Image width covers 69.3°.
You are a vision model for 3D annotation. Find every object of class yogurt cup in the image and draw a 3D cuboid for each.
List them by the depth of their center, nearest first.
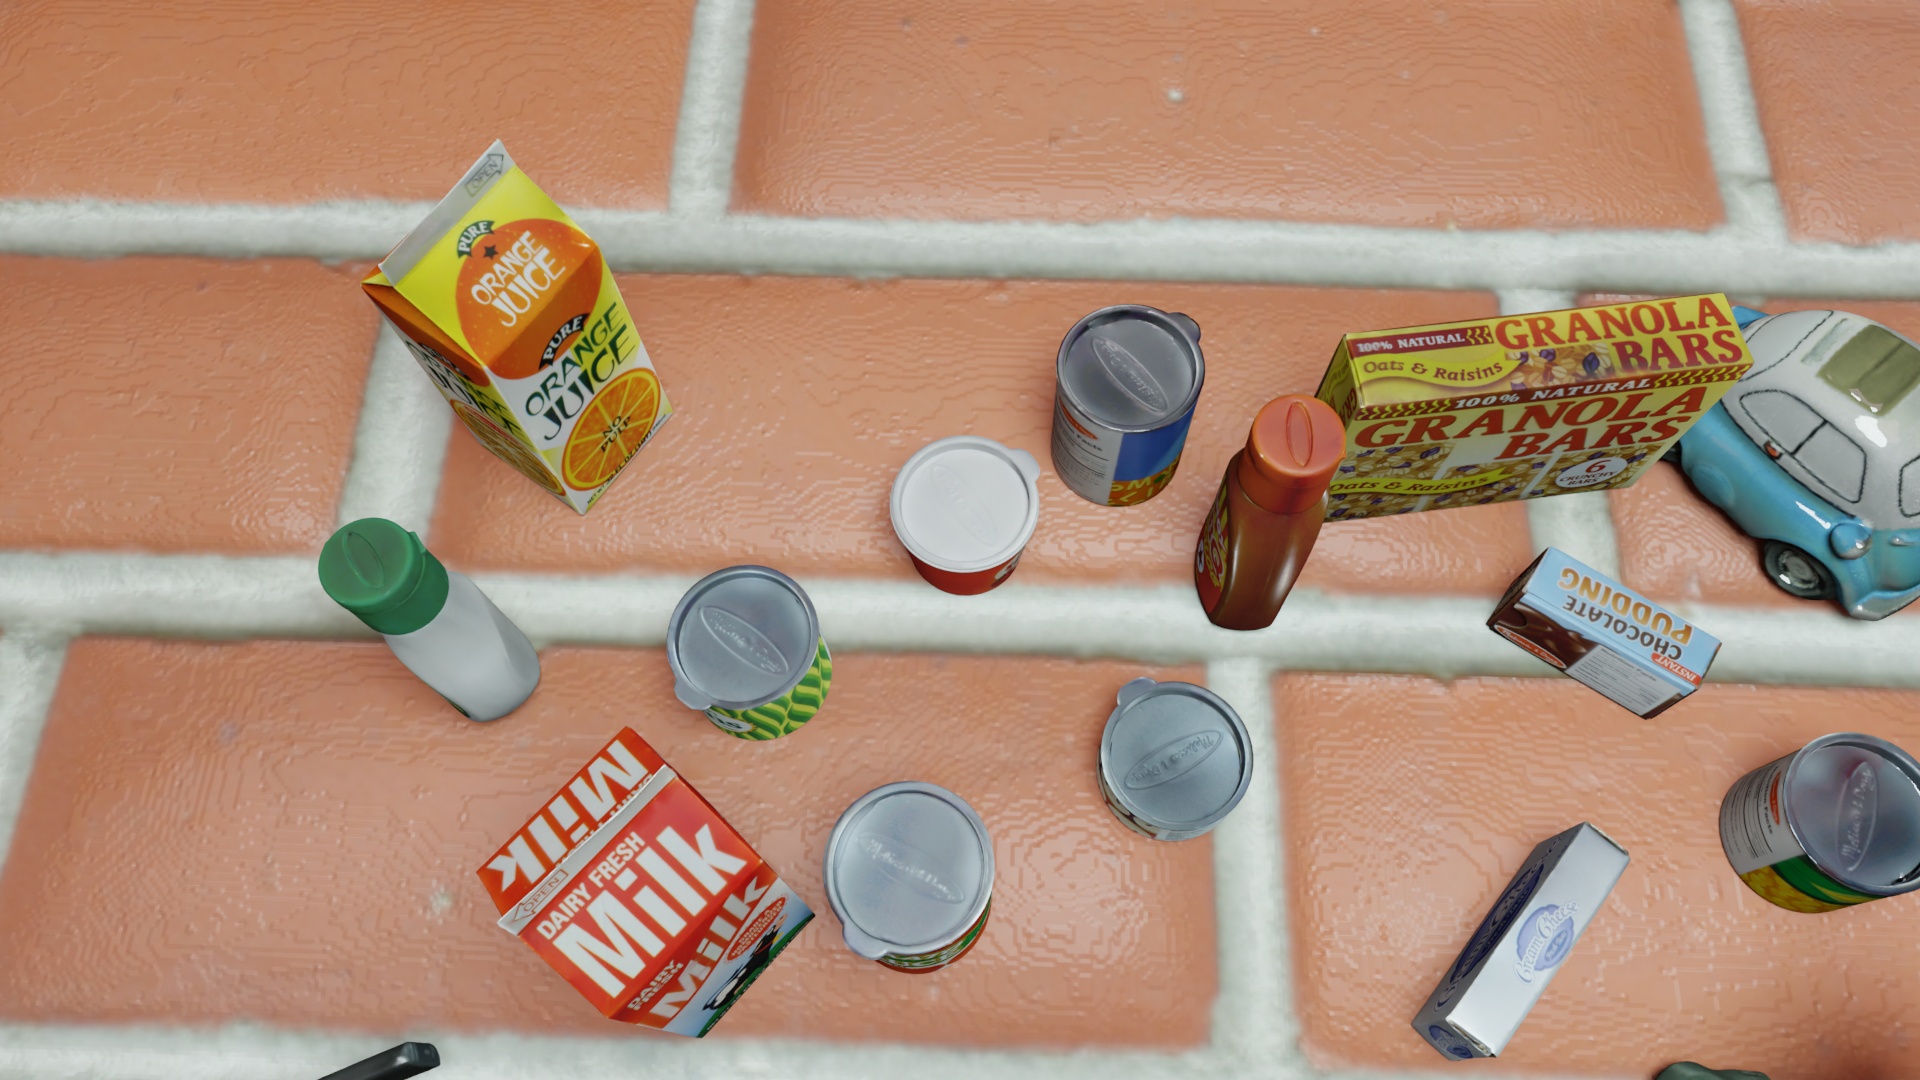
[{"bbox_3d":[0.002,-0.008,0.652,0.072,0.053,0.072,0,67,1],"label":"yogurt cup"}]

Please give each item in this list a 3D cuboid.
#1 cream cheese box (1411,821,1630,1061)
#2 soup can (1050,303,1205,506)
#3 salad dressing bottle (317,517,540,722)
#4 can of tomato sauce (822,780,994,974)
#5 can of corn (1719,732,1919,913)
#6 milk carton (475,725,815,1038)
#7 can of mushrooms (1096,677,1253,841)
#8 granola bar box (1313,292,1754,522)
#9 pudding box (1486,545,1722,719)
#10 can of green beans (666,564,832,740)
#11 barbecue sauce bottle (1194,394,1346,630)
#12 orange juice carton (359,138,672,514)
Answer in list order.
[{"bbox_3d":[0.230,0.167,0.573,0.024,0.053,0.104,38,73,16],"label":"cream cheese box"},{"bbox_3d":[0.079,-0.063,0.658,0.071,0.083,0.071,0,67,1],"label":"soup can"},{"bbox_3d":[-0.222,0.035,0.587,0.044,0.147,0.064,-34,71,-12],"label":"salad dressing bottle"},{"bbox_3d":[-0.020,0.143,0.572,0.071,0.082,0.071,0,67,1],"label":"can of tomato sauce"},{"bbox_3d":[0.370,0.122,0.587,0.071,0.058,0.071,0,67,1],"label":"can of corn"},{"bbox_3d":[-0.115,0.131,0.521,0.073,0.189,0.072,40,74,16],"label":"milk carton"},{"bbox_3d":[0.093,0.096,0.617,0.071,0.033,0.071,0,67,1],"label":"can of mushrooms"},{"bbox_3d":[0.244,-0.057,0.631,0.166,0.123,0.039,-7,67,-2],"label":"granola bar box"},{"bbox_3d":[0.289,0.042,0.628,0.084,0.049,0.030,32,71,13],"label":"pudding box"},{"bbox_3d":[-0.094,0.052,0.626,0.071,0.057,0.071,0,67,1],"label":"can of green beans"},{"bbox_3d":[0.132,-0.013,0.600,0.044,0.148,0.065,2,67,2],"label":"barbecue sauce bottle"},{"bbox_3d":[-0.196,-0.093,0.617,0.073,0.192,0.072,32,72,14],"label":"orange juice carton"}]
